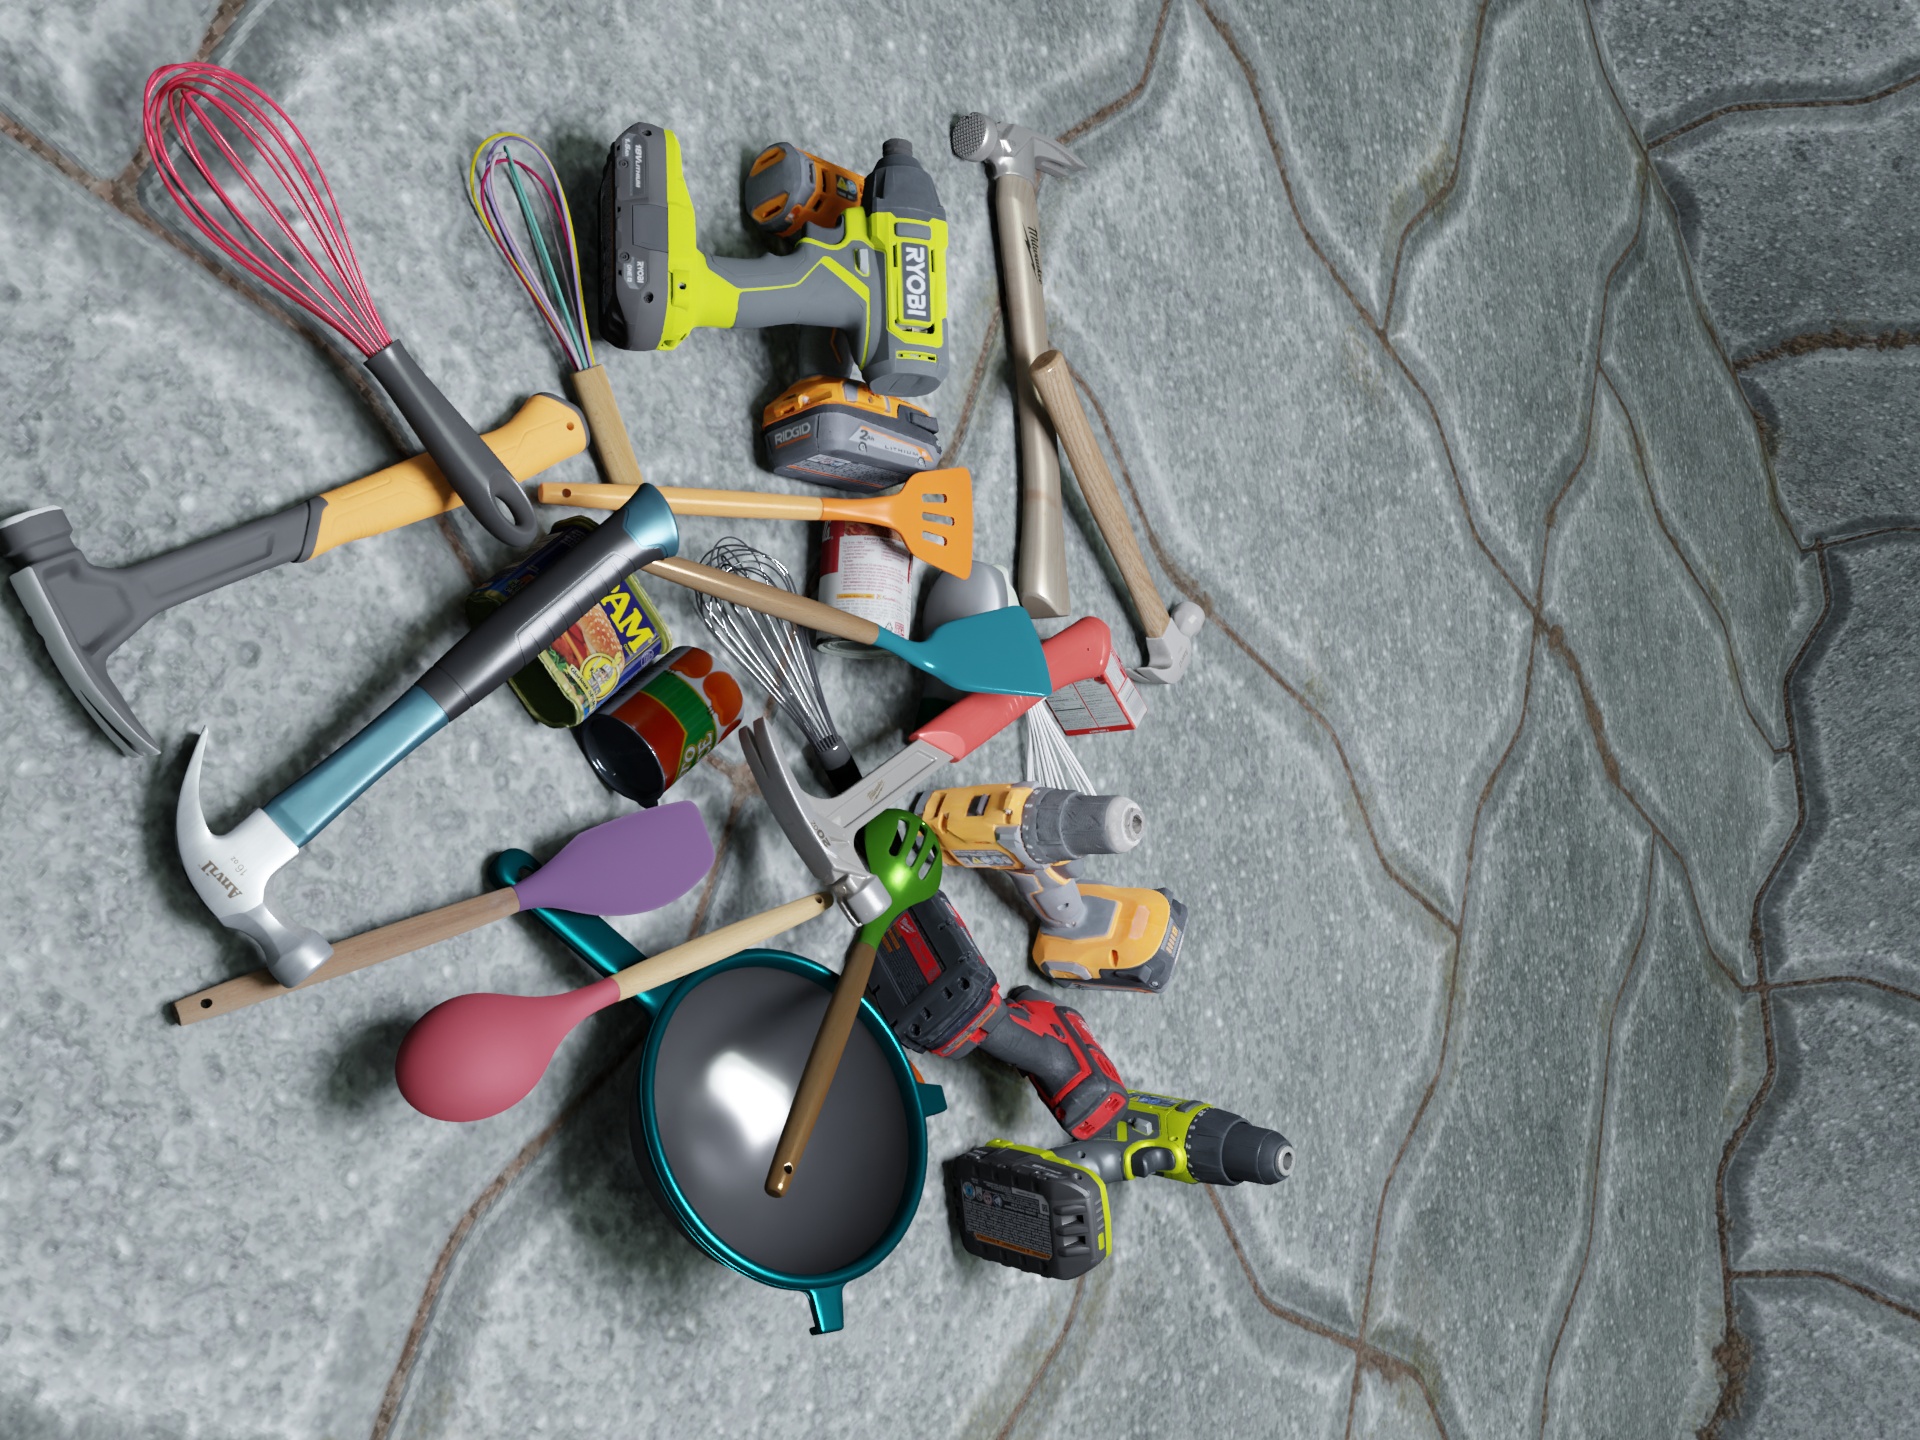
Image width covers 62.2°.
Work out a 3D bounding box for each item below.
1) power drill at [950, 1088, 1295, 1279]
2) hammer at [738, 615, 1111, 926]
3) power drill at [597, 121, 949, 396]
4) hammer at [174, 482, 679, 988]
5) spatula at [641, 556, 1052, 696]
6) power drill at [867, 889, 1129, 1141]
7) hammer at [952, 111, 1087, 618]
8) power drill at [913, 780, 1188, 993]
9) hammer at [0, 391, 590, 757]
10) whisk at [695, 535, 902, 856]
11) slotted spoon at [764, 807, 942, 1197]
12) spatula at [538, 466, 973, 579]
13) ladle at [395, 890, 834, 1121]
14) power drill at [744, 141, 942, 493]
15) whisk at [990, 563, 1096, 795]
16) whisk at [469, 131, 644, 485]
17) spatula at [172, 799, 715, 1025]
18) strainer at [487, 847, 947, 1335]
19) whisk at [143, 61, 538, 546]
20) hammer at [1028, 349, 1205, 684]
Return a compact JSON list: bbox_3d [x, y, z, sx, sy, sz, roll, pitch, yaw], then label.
[{"bbox_3d":[0.125,0.346,1.219,0.228,0.191,0.080,-9,95,-44],"label":"power drill"},{"bbox_3d":[-0.002,-0.004,1.136,0.359,0.037,0.149,-36,98,-45],"label":"hammer"},{"bbox_3d":[-0.117,-0.307,1.032,0.223,0.080,0.171,1,82,-21],"label":"power drill"},{"bbox_3d":[-0.275,-0.017,0.863,0.128,0.033,0.331,50,63,-12],"label":"hammer"},{"bbox_3d":[-0.072,-0.071,1.048,0.317,0.044,0.082,16,47,-40],"label":"spatula"},{"bbox_3d":[0.027,0.215,1.171,0.078,0.143,0.219,-44,129,7],"label":"power drill"},{"bbox_3d":[0.067,-0.291,1.339,0.146,0.038,0.410,-3,89,-50],"label":"hammer"},{"bbox_3d":[0.093,0.123,1.212,0.226,0.185,0.084,48,51,-38],"label":"power drill"},{"bbox_3d":[-0.332,-0.105,0.869,0.337,0.034,0.127,-37,110,-44],"label":"hammer"},{"bbox_3d":[-0.104,-0.002,1.104,0.070,0.070,0.284,-51,126,-39],"label":"whisk"},{"bbox_3d":[-0.067,0.169,1.028,0.070,0.031,0.314,39,42,-18],"label":"slotted spoon"},{"bbox_3d":[-0.120,-0.140,1.053,0.322,0.041,0.081,-1,91,-30],"label":"spatula"},{"bbox_3d":[-0.183,0.150,0.927,0.315,0.031,0.069,-19,65,-50],"label":"ladle"},{"bbox_3d":[-0.073,-0.286,1.149,0.164,0.084,0.226,4,78,-48],"label":"power drill"},{"bbox_3d":[0.060,-0.009,1.295,0.058,0.059,0.246,-66,139,-81],"label":"whisk"},{"bbox_3d":[-0.244,-0.238,0.987,0.047,0.051,0.244,-25,110,-23],"label":"whisk"},{"bbox_3d":[-0.273,0.110,0.890,0.316,0.018,0.060,-17,85,-39],"label":"spatula"},{"bbox_3d":[-0.174,0.213,0.984,0.340,0.095,0.211,44,40,-11],"label":"strainer"},{"bbox_3d":[-0.324,-0.214,0.852,0.295,0.073,0.073,55,49,-22],"label":"whisk"},{"bbox_3d":[0.131,-0.165,1.360,0.331,0.031,0.130,61,40,-33],"label":"hammer"}]
